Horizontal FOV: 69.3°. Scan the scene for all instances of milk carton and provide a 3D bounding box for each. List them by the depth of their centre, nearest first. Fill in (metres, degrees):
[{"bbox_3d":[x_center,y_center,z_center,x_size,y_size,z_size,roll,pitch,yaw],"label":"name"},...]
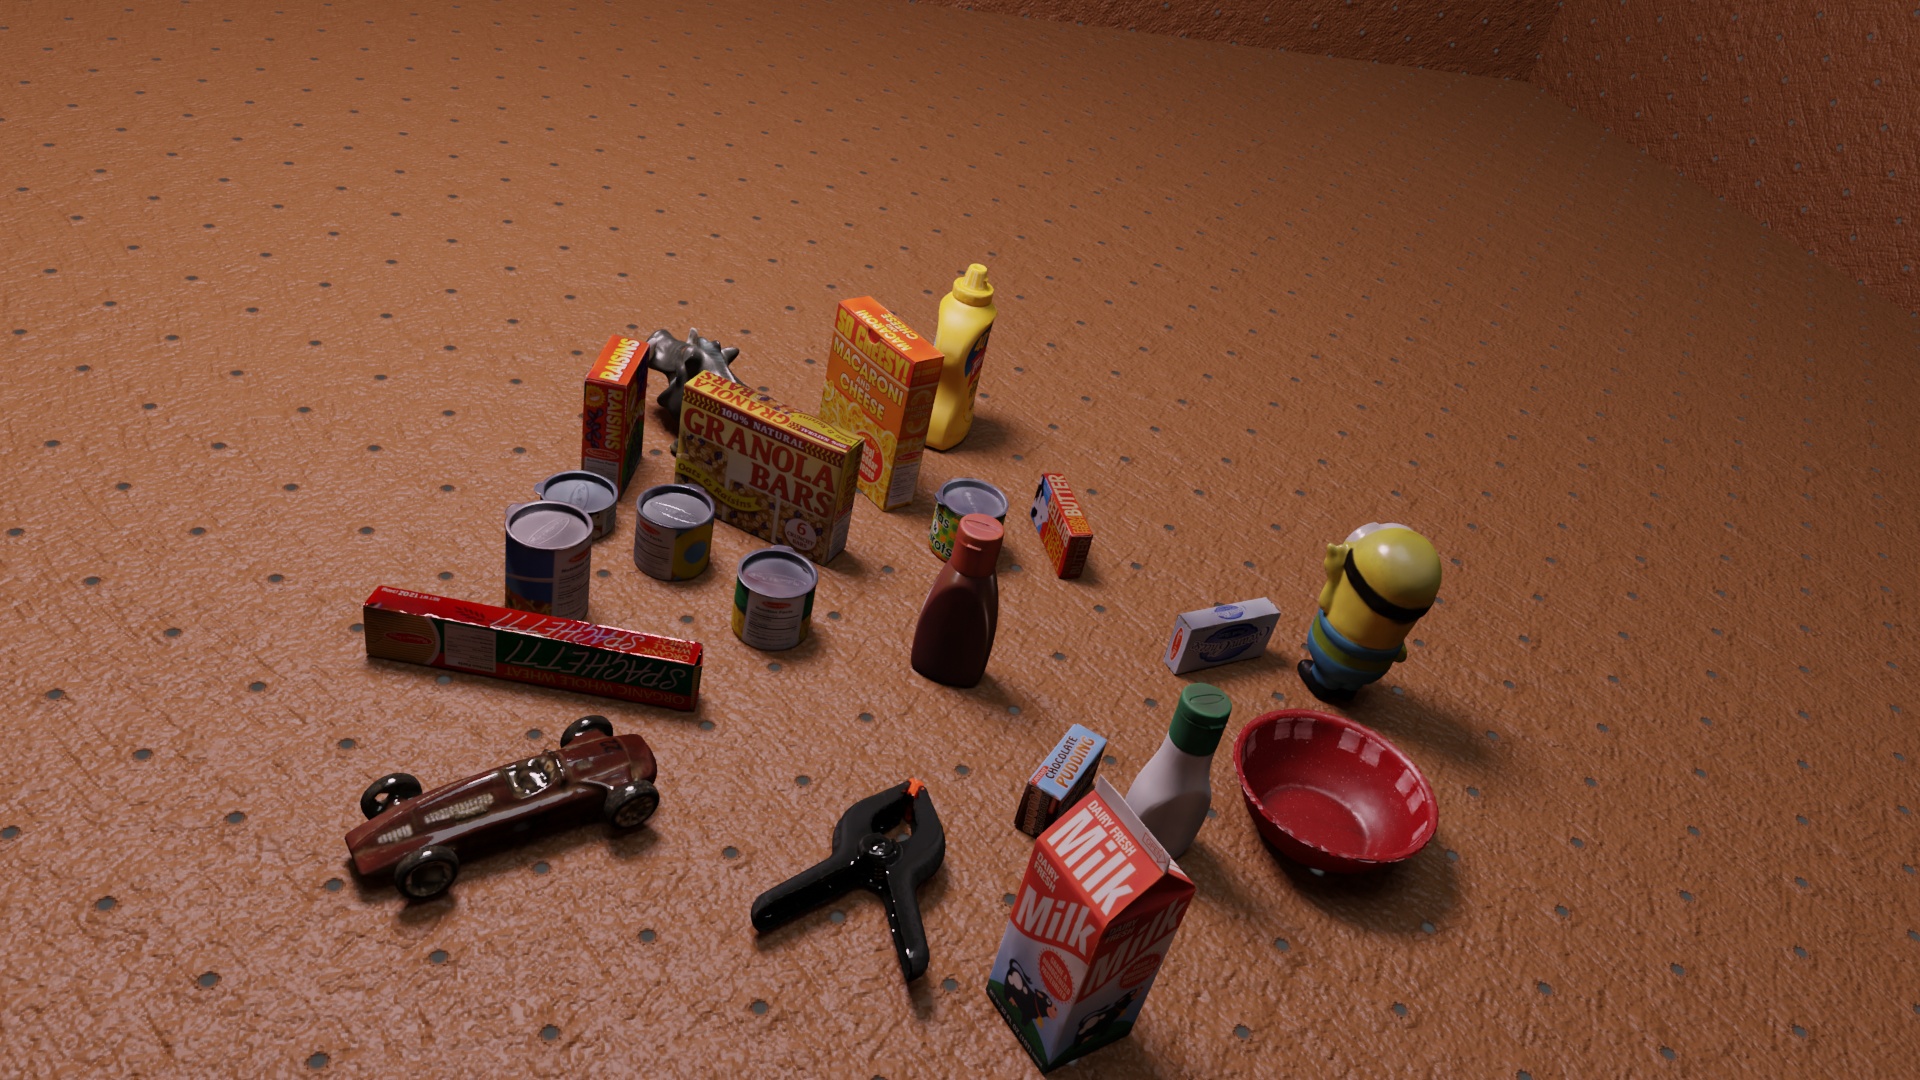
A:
[{"bbox_3d":[0.082,0.232,0.851,0.074,0.189,0.072,-12,42,-32],"label":"milk carton"}]

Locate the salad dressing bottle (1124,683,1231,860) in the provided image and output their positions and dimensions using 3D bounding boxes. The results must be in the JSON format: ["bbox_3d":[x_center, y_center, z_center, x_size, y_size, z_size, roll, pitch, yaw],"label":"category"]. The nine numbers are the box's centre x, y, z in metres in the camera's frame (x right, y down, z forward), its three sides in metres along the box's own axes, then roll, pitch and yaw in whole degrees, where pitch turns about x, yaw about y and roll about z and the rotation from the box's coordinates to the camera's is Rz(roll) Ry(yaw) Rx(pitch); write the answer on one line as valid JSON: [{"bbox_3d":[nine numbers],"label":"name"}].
[{"bbox_3d":[0.158,0.169,1.005,0.064,0.146,0.044,-3,38,-23],"label":"salad dressing bottle"}]

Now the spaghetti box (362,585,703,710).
[{"bbox_3d":[-0.319,0.082,1.048,0.250,0.049,0.029,11,34,-5],"label":"spaghetti box"}]

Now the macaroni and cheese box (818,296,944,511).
[{"bbox_3d":[-0.081,-0.131,1.330,0.040,0.165,0.124,-17,45,-37],"label":"macaroni and cheese box"}]

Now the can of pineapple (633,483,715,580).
[{"bbox_3d":[-0.245,-0.008,1.195,0.071,0.057,0.071,9,35,-6],"label":"can of pineapple"}]

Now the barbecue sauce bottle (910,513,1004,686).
[{"bbox_3d":[0.003,0.048,1.122,0.065,0.147,0.044,18,34,7],"label":"barbecue sauce bottle"}]

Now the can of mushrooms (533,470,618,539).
[{"bbox_3d":[-0.337,-0.031,1.217,0.071,0.033,0.071,9,35,-6],"label":"can of mushrooms"}]

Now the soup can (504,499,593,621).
[{"bbox_3d":[-0.330,0.019,1.105,0.071,0.083,0.072,9,35,-6],"label":"soup can"}]

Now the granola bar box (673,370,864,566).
[{"bbox_3d":[-0.175,-0.064,1.241,0.166,0.123,0.039,23,35,14],"label":"granola bar box"}]

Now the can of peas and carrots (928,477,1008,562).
[{"bbox_3d":[0.005,-0.016,1.292,0.071,0.058,0.071,9,35,-6],"label":"can of peas and carrots"}]

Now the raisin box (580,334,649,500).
[{"bbox_3d":[-0.314,-0.111,1.260,0.040,0.122,0.086,12,34,-3],"label":"raisin box"}]

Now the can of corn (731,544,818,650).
[{"bbox_3d":[-0.154,0.047,1.148,0.071,0.058,0.071,9,35,-6],"label":"can of corn"}]

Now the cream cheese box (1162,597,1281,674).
[{"bbox_3d":[0.232,0.084,1.233,0.104,0.053,0.024,-8,40,-29],"label":"cream cheese box"}]

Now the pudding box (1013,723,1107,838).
[{"bbox_3d":[0.076,0.181,1.045,0.030,0.049,0.084,27,36,18],"label":"pudding box"}]

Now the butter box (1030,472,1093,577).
[{"bbox_3d":[0.096,-0.015,1.327,0.024,0.052,0.104,1,36,-17],"label":"butter box"}]
